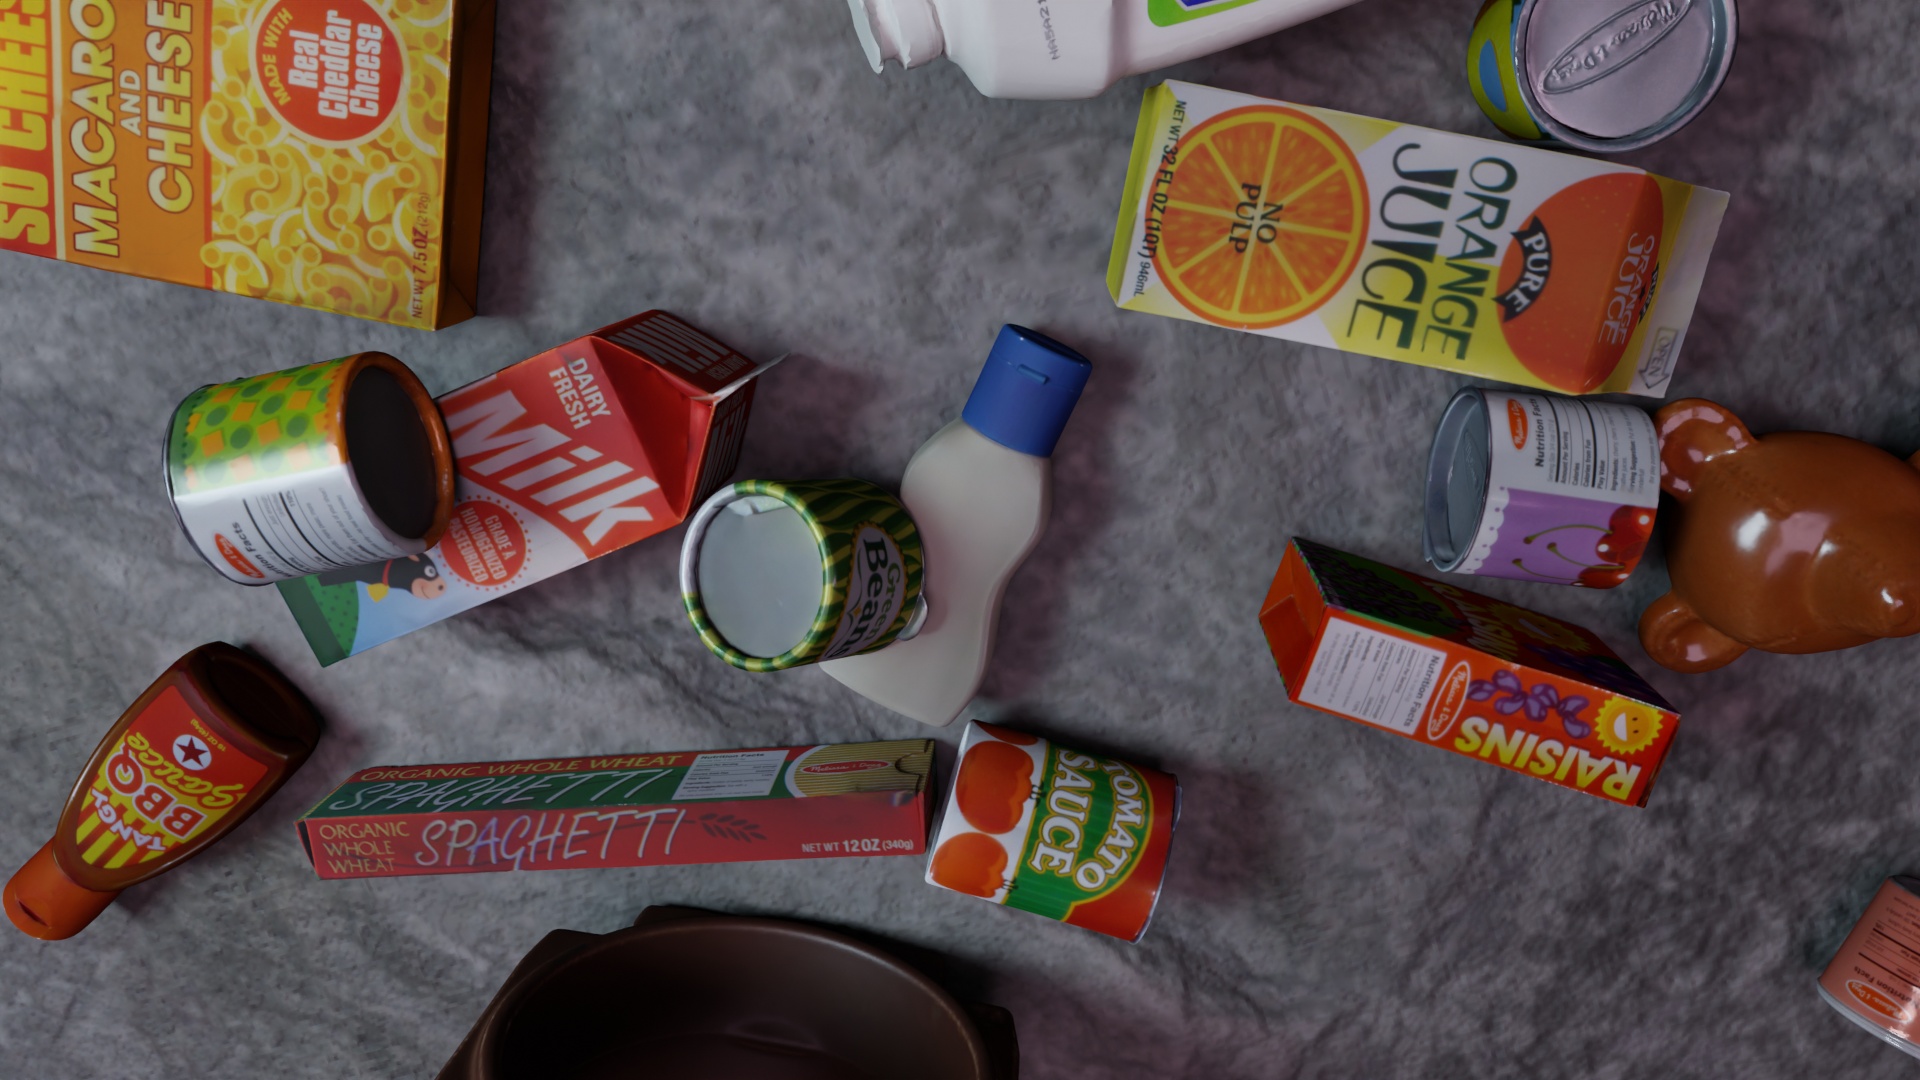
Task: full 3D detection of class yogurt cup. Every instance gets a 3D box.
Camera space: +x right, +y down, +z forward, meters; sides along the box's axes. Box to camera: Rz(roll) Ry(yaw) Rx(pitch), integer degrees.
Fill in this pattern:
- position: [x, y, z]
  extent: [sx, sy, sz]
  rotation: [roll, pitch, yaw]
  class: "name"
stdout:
- position: [0.371, 0.163, 0.525]
  extent: [0.072, 0.072, 0.054]
  rotation: [19, 99, -1]
  class: "yogurt cup"

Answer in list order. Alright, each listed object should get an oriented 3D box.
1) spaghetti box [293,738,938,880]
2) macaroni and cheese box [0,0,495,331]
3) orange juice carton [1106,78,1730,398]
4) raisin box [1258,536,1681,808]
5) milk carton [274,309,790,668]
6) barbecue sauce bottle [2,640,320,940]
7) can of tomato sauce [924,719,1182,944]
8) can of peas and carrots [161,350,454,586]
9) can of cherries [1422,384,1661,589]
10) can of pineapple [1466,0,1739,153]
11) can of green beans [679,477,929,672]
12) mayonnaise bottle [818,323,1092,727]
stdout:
- position: [-0.134, 0.107, 0.556]
  extent: [0.250, 0.050, 0.028]
  rotation: [-4, 105, 6]
  class: "spaghetti box"
- position: [-0.257, -0.151, 0.496]
  extent: [0.166, 0.040, 0.123]
  rotation: [11, 107, 1]
  class: "macaroni and cheese box"
- position: [0.150, -0.099, 0.461]
  extent: [0.193, 0.073, 0.071]
  rotation: [11, 107, 1]
  class: "orange juice carton"
- position: [0.175, 0.045, 0.494]
  extent: [0.123, 0.086, 0.040]
  rotation: [17, 105, 0]
  class: "raisin box"
- position: [-0.153, -0.028, 0.506]
  extent: [0.190, 0.072, 0.073]
  rotation: [-21, 103, 10]
  class: "milk carton"
- position: [-0.336, 0.109, 0.576]
  extent: [0.148, 0.044, 0.065]
  rotation: [-41, 101, 14]
  class: "barbecue sauce bottle"
- position: [0.035, 0.110, 0.533]
  extent: [0.083, 0.071, 0.071]
  rotation: [16, 107, 0]
  class: "can of tomato sauce"
- position: [-0.203, -0.025, 0.441]
  extent: [0.059, 0.071, 0.070]
  rotation: [-11, 105, 8]
  class: "can of peas and carrots"
- position: [0.201, -0.017, 0.487]
  extent: [0.058, 0.072, 0.071]
  rotation: [6, 107, 2]
  class: "can of cherries"
- position: [0.203, -0.161, 0.447]
  extent: [0.071, 0.058, 0.070]
  rotation: [1, 106, 4]
  class: "can of pineapple"
- position: [-0.055, 0.011, 0.487]
  extent: [0.071, 0.058, 0.071]
  rotation: [2, 93, 30]
  class: "can of green beans"
- position: [0.002, -0.006, 0.517]
  extent: [0.065, 0.041, 0.147]
  rotation: [26, 105, 3]
  class: "mayonnaise bottle"
